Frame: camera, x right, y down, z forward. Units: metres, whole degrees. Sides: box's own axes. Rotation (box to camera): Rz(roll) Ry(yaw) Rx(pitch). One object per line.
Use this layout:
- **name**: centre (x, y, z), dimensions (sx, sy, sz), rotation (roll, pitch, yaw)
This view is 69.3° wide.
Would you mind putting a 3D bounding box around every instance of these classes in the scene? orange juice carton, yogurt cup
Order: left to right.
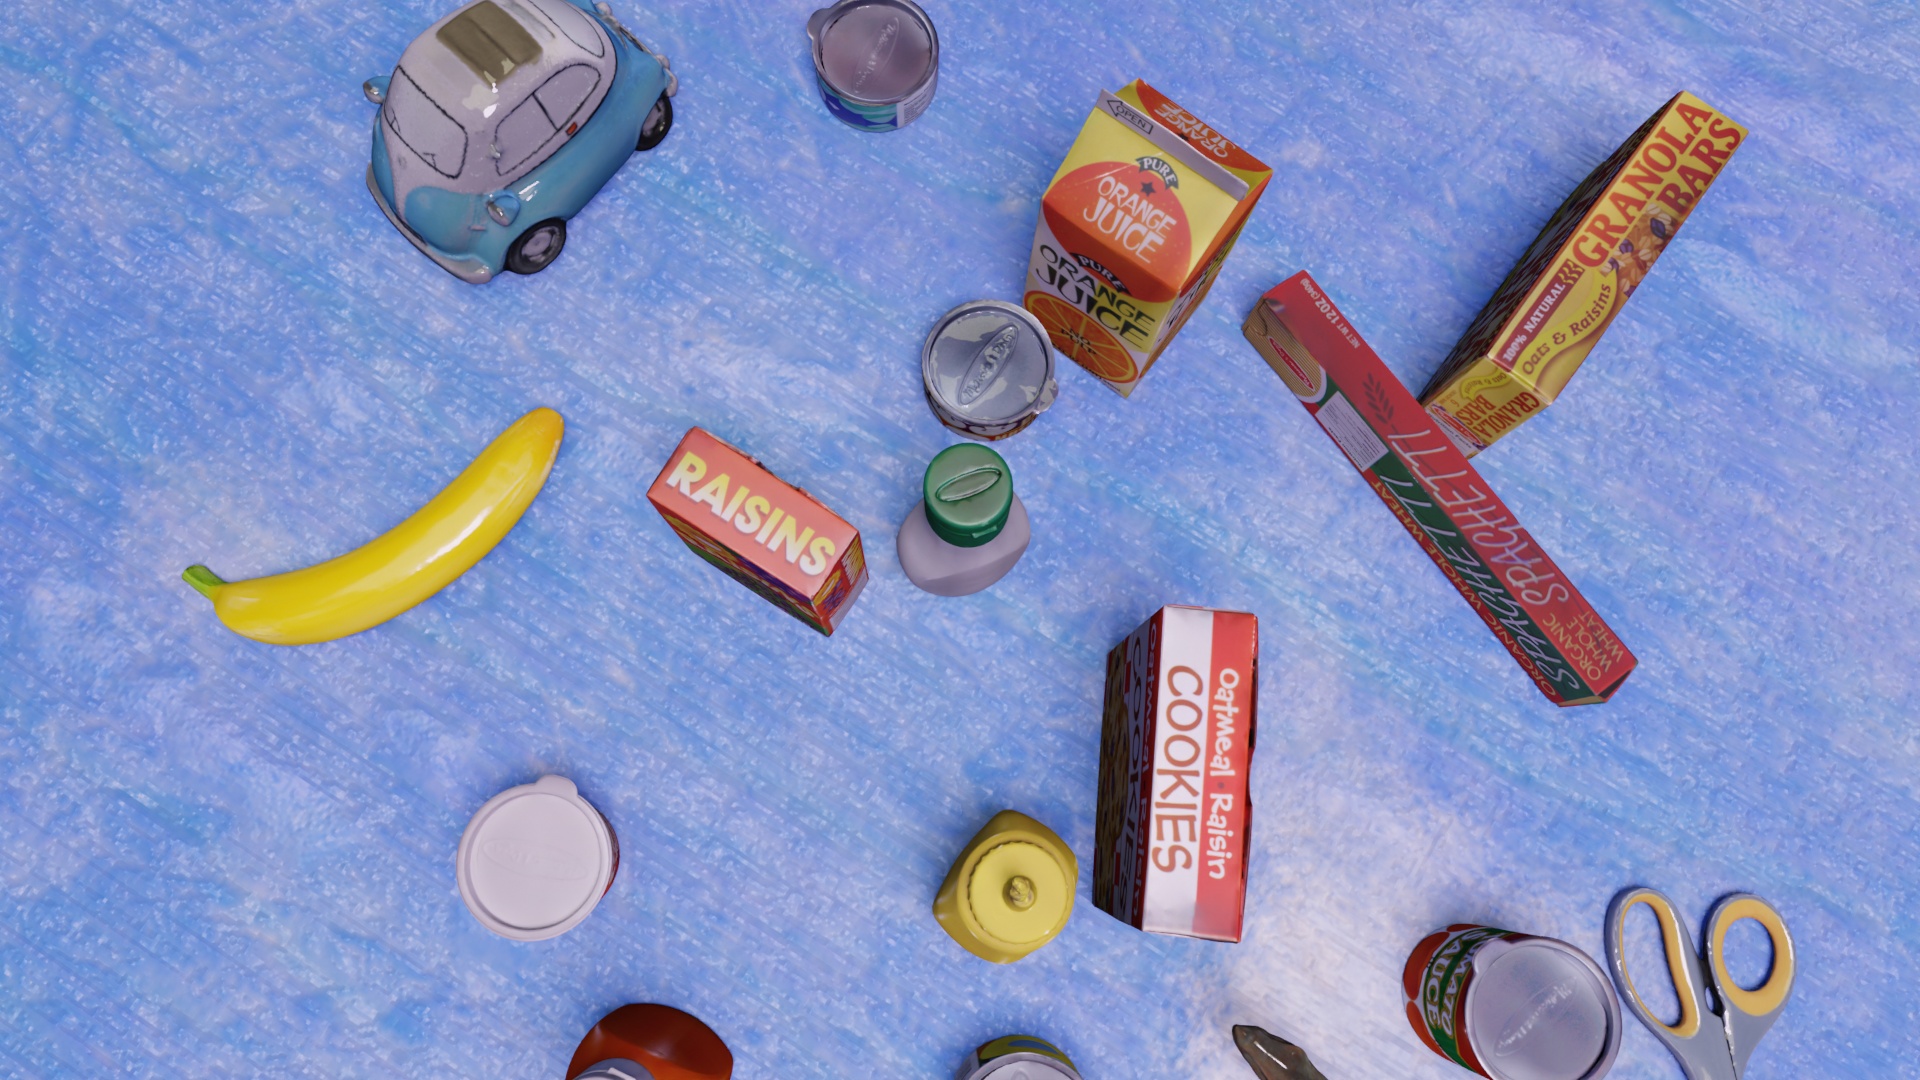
- **yogurt cup**: centre (-0.188, 0.146, 0.635), dimensions (0.072, 0.054, 0.072), rotation (0, 78, -2)
- **orange juice carton**: centre (0.081, -0.138, 0.631), dimensions (0.072, 0.192, 0.073), rotation (37, 80, 6)

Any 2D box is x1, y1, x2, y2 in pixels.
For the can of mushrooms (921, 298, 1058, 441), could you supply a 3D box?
- **can of mushrooms**: centre (0.015, -0.083, 0.699), dimensions (0.071, 0.033, 0.071), rotation (0, 78, -2)

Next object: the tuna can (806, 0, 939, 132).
- **tuna can**: centre (-0.047, -0.253, 0.733), dimensions (0.071, 0.032, 0.071), rotation (0, 78, -2)

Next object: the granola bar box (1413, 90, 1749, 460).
- **granola bar box**: centre (0.287, -0.120, 0.668), dimensions (0.039, 0.124, 0.166), rotation (38, 80, 6)

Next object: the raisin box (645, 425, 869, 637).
- **raisin box**: centre (-0.087, 0.000, 0.633), dimensions (0.086, 0.123, 0.040), rotation (33, 80, 5)

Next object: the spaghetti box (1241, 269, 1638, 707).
- **spaghetti box**: centre (0.232, -0.025, 0.685), dimensions (0.029, 0.050, 0.250), rotation (-37, 81, -8)

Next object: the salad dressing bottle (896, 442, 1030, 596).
- **salad dressing bottle**: centre (0.002, -0.008, 0.625), dimensions (0.064, 0.147, 0.044), rotation (-21, 80, -5)

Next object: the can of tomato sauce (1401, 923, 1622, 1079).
- **can of tomato sauce**: centre (0.241, 0.206, 0.619), dimensions (0.071, 0.083, 0.071), rotation (0, 78, -1)

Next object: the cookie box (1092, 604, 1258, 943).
- **cookie box**: centre (0.088, 0.100, 0.594), dimensions (0.040, 0.167, 0.123), rotation (5, 78, 0)

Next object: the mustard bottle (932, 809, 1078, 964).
- **mustard bottle**: centre (0.021, 0.148, 0.586), dimensions (0.049, 0.160, 0.065), rotation (35, 80, 5)

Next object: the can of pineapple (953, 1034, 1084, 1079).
- **can of pineapple**: centre (0.029, 0.258, 0.615), dimensions (0.071, 0.057, 0.071), rotation (0, 78, -2)

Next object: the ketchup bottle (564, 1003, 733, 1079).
- **ketchup bottle**: centre (-0.134, 0.225, 0.571), dimensions (0.065, 0.148, 0.043), rotation (24, 79, 3)
